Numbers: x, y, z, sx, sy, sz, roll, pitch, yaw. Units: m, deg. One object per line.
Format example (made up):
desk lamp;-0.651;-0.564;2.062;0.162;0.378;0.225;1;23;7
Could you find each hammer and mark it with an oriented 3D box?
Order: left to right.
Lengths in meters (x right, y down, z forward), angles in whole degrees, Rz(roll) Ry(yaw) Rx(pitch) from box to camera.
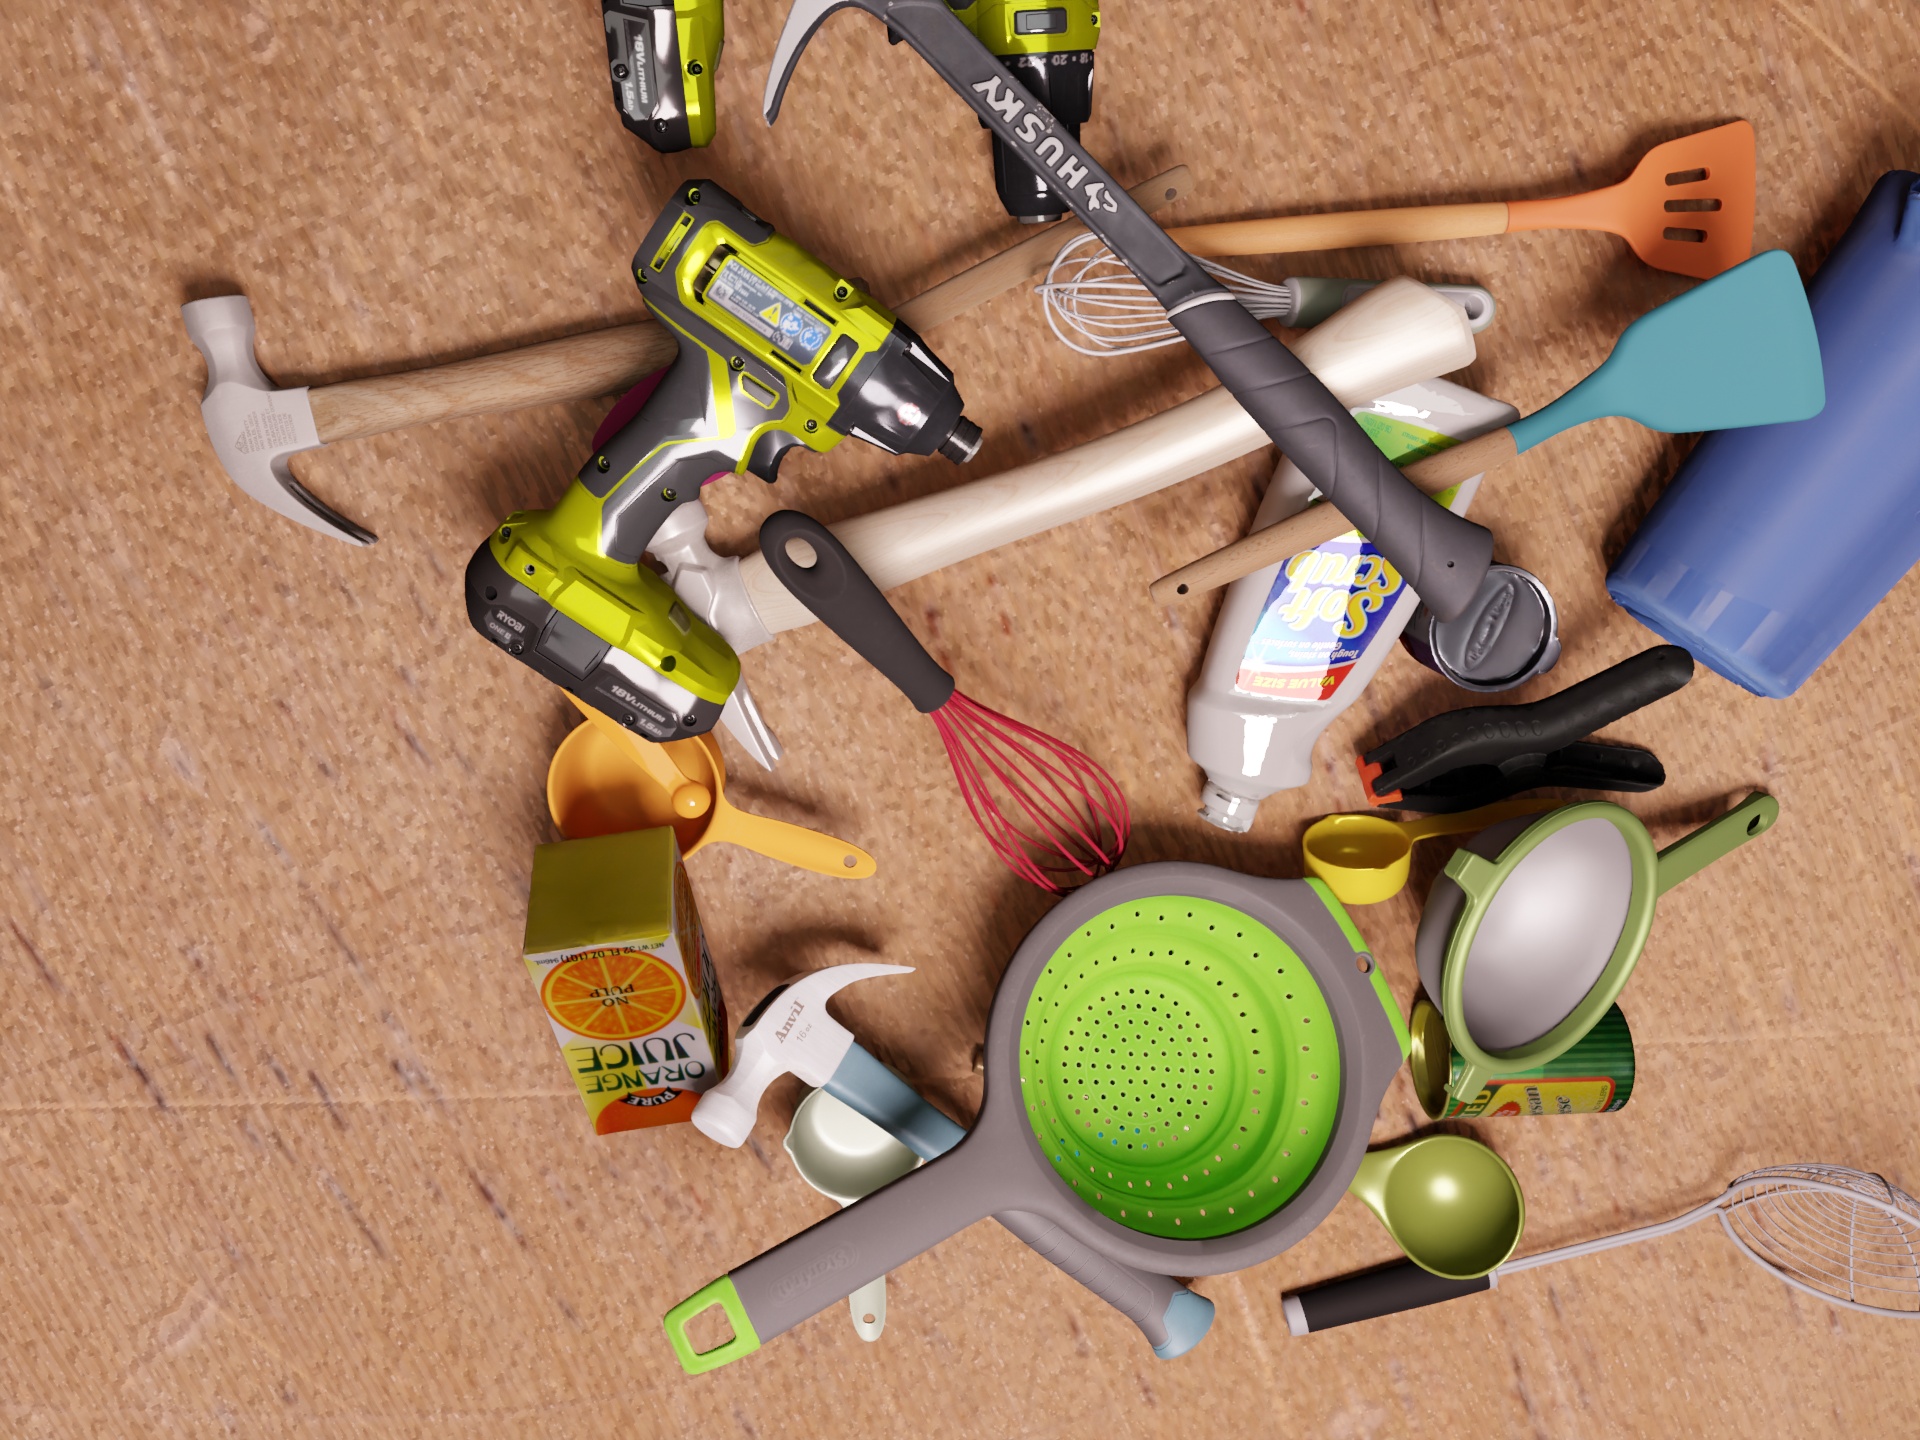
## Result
hammer;-0.205;-0.170;0.789;0.331;0.031;0.130;-10;103;-1
hammer;0.015;0.249;0.859;0.330;0.033;0.128;41;61;-18
hammer;0.049;-0.105;0.781;0.410;0.038;0.146;-20;105;12
hammer;0.089;-0.195;0.705;0.409;0.036;0.149;44;97;-8

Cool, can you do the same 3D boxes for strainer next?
strainer;0.330;0.084;0.849;0.256;0.069;0.151;-22;119;-25

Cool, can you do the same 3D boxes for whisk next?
whisk;-0.001;-0.002;0.775;0.073;0.073;0.295;-39;128;6
whisk;0.153;-0.205;0.777;0.246;0.059;0.058;-2;100;-16

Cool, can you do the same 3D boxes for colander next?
colander;0.035;0.215;0.816;0.397;0.094;0.204;-25;81;-15

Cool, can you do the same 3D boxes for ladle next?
ladle;0.161;0.238;0.892;0.320;0.062;0.078;17;84;-4

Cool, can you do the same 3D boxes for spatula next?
spatula;0.247;-0.250;0.802;0.322;0.041;0.081;-4;104;2
spatula;0.238;-0.120;0.749;0.317;0.044;0.082;-24;112;5

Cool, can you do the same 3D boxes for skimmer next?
skimmer;0.371;0.327;0.906;0.363;0.090;0.127;-14;135;2

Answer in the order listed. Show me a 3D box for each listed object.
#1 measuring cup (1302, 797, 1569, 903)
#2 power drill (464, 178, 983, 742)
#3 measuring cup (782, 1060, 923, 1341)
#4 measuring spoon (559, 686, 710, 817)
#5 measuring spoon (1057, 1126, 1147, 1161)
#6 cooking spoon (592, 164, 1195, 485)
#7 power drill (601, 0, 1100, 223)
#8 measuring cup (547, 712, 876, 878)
measuring cup;0.261;0.068;0.866;0.156;0.062;0.029;-9;116;-12
power drill;-0.111;-0.108;0.737;0.171;0.080;0.223;34;106;-13
measuring cup;-0.055;0.268;0.896;0.083;0.038;0.167;-3;105;-3
measuring spoon;-0.167;0.005;0.788;0.021;0.011;0.117;-40;102;6
measuring spoon;0.048;0.255;0.905;0.128;0.021;0.042;-14;103;0
cooking spoon;-0.032;-0.191;0.772;0.319;0.017;0.068;-27;134;3
power drill;-0.047;-0.326;0.739;0.228;0.080;0.190;-5;112;-5
measuring cup;-0.127;0.044;0.833;0.173;0.052;0.095;19;101;-9
